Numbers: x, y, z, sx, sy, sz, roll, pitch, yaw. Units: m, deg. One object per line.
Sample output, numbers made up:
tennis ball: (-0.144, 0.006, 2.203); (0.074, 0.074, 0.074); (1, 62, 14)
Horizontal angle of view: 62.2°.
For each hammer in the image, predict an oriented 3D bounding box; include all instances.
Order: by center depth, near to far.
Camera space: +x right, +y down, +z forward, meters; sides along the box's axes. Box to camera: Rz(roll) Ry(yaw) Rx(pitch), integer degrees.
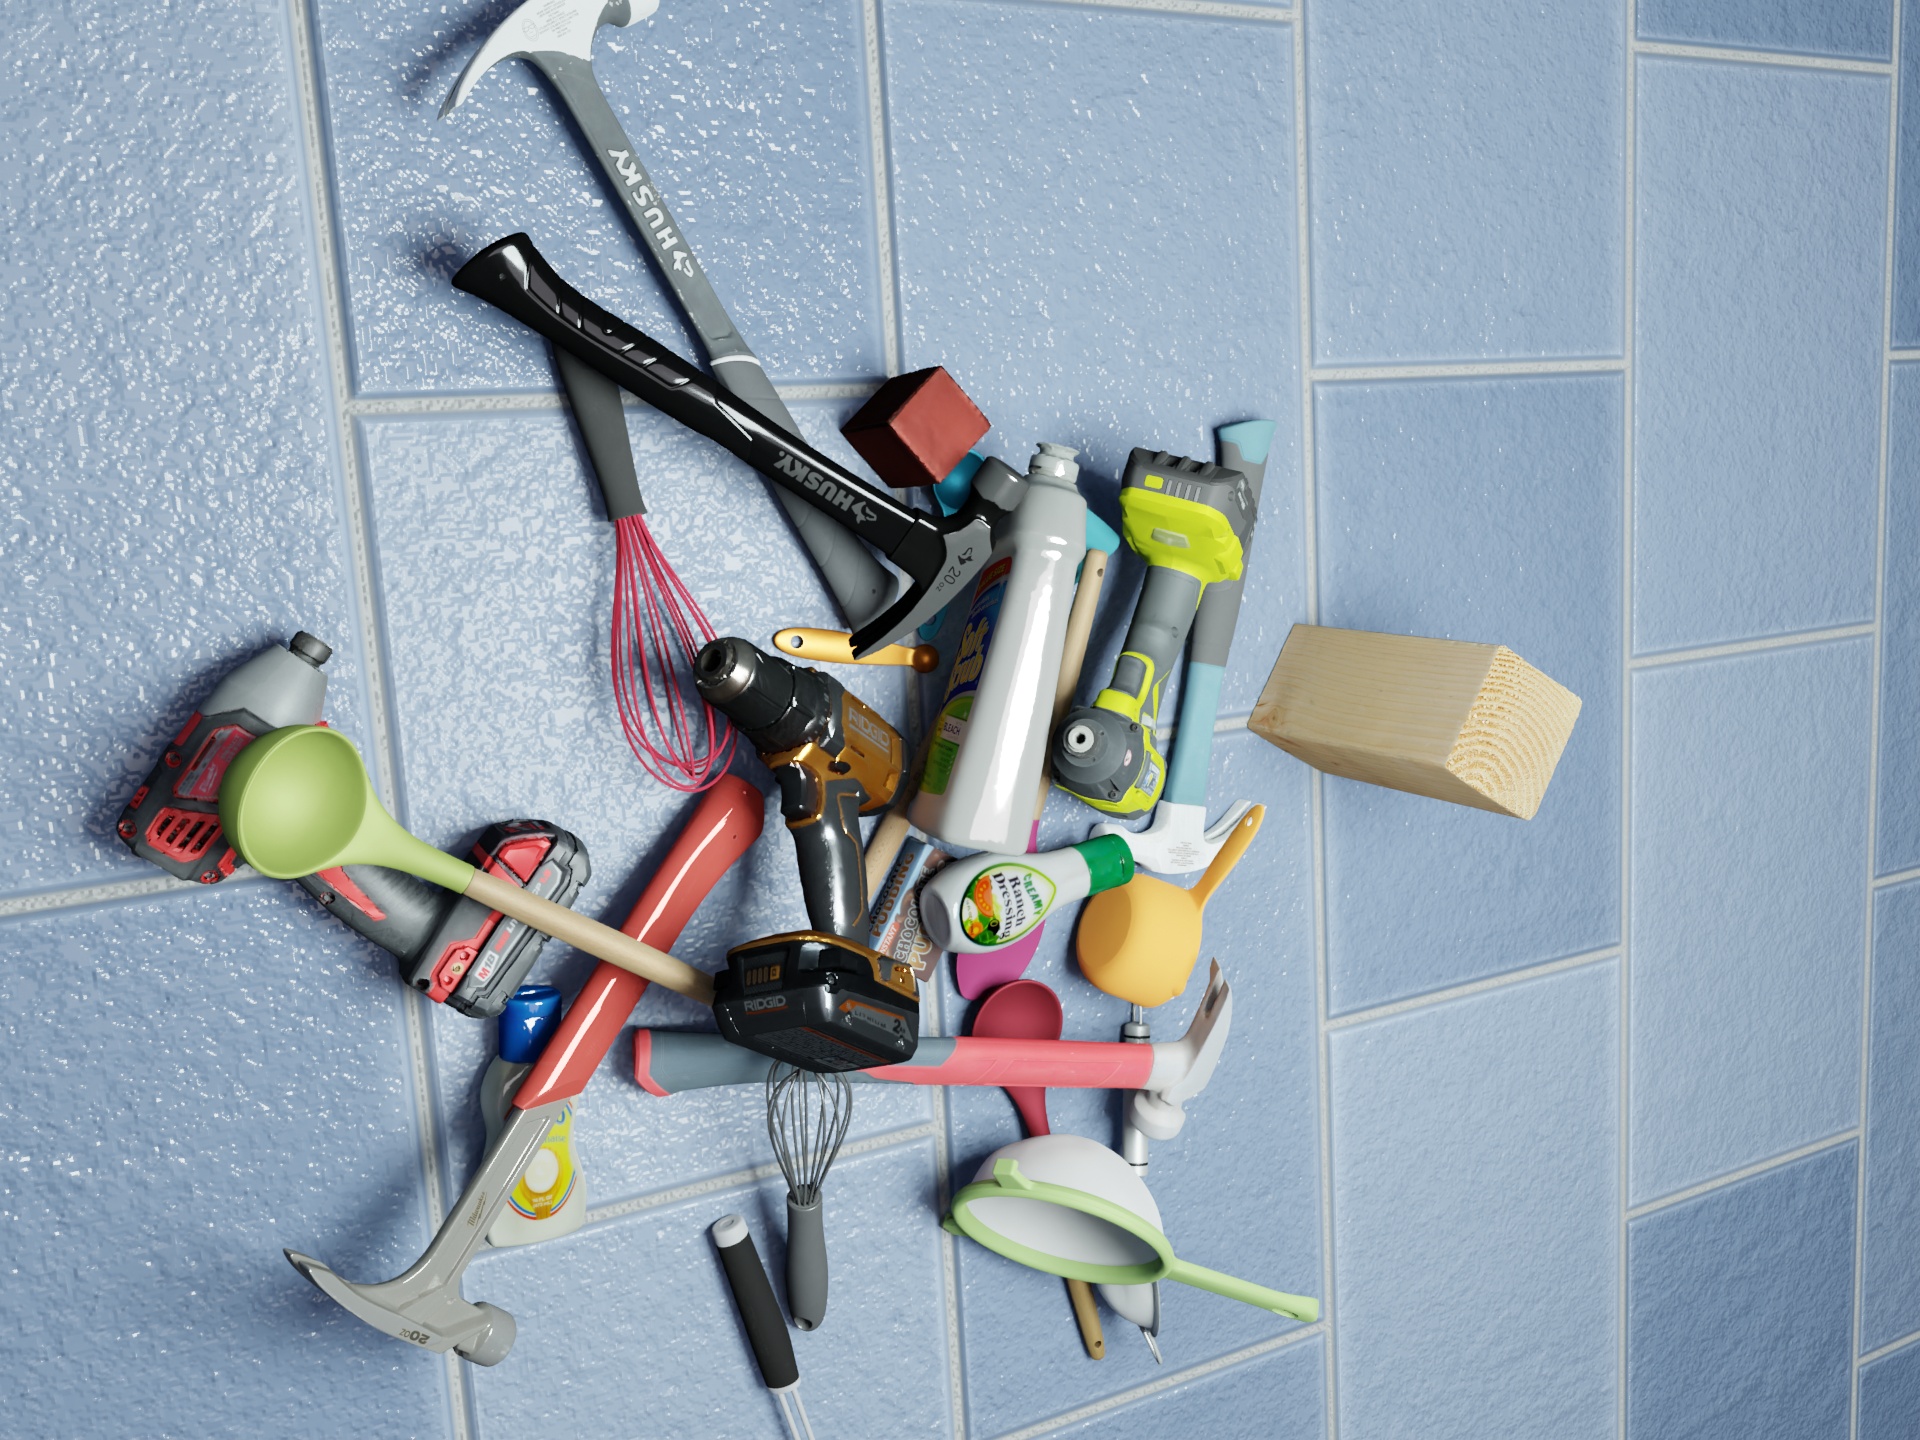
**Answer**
hammer: (-0.132, -0.164, 0.908); (0.334, 0.035, 0.146); (31, 105, -21)
hammer: (-0.223, 0.179, 0.912); (0.149, 0.037, 0.359); (51, 60, -42)
hammer: (-0.147, -0.227, 0.941); (0.149, 0.036, 0.408); (-41, 114, -27)
hammer: (-0.014, 0.208, 1.023); (0.386, 0.038, 0.143); (5, 123, -18)
hammer: (0.178, -0.054, 1.135); (0.128, 0.033, 0.331); (9, 92, -27)

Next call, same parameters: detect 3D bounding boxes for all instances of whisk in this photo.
whisk: (-0.190, -0.100, 0.932); (0.073, 0.073, 0.296); (-17, 98, -24)
whisk: (-0.095, 0.301, 1.003); (0.055, 0.055, 0.238); (-13, 124, -25)

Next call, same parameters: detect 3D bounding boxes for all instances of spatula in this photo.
spatula: (-0.002, -0.003, 1.045); (0.082, 0.044, 0.317); (30, 84, -31)

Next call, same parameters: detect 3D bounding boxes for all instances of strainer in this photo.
strainer: (0.123, 0.334, 1.067); (0.256, 0.151, 0.069); (19, 56, -4)
strainer: (0.123, 0.330, 1.143); (0.050, 0.087, 0.258); (3, 85, -9)

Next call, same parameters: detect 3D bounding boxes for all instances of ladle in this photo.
ladle: (-0.235, 0.097, 0.845); (0.320, 0.062, 0.078); (31, 73, -25)
ladle: (0.065, 0.322, 1.129); (0.069, 0.031, 0.315); (-18, 106, -15)

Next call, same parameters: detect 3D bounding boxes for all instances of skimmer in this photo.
skimmer: (-0.100, 0.500, 1.032); (0.127, 0.090, 0.363); (-15, 103, 8)

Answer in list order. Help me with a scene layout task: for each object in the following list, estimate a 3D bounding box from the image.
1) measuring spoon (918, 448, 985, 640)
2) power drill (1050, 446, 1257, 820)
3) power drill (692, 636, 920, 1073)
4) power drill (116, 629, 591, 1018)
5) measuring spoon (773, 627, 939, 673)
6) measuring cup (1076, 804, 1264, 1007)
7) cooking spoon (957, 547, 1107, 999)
measuring spoon: (-0.013, -0.116, 1.044); (0.042, 0.021, 0.128); (7, 102, -28)
power drill: (0.119, -0.052, 1.026); (0.171, 0.080, 0.223); (35, 72, -72)
power drill: (-0.092, 0.072, 0.912); (0.185, 0.084, 0.226); (40, 42, -54)
power drill: (-0.323, 0.058, 0.875); (0.219, 0.078, 0.143); (35, 80, -23)
measuring spoon: (-0.065, -0.045, 1.025); (0.116, 0.011, 0.021); (7, 93, -27)
measuring cup: (0.140, 0.117, 1.084); (0.052, 0.095, 0.173); (21, 116, -25)
cooking spoon: (0.053, 0.040, 1.070); (0.068, 0.017, 0.319); (7, 102, -36)
